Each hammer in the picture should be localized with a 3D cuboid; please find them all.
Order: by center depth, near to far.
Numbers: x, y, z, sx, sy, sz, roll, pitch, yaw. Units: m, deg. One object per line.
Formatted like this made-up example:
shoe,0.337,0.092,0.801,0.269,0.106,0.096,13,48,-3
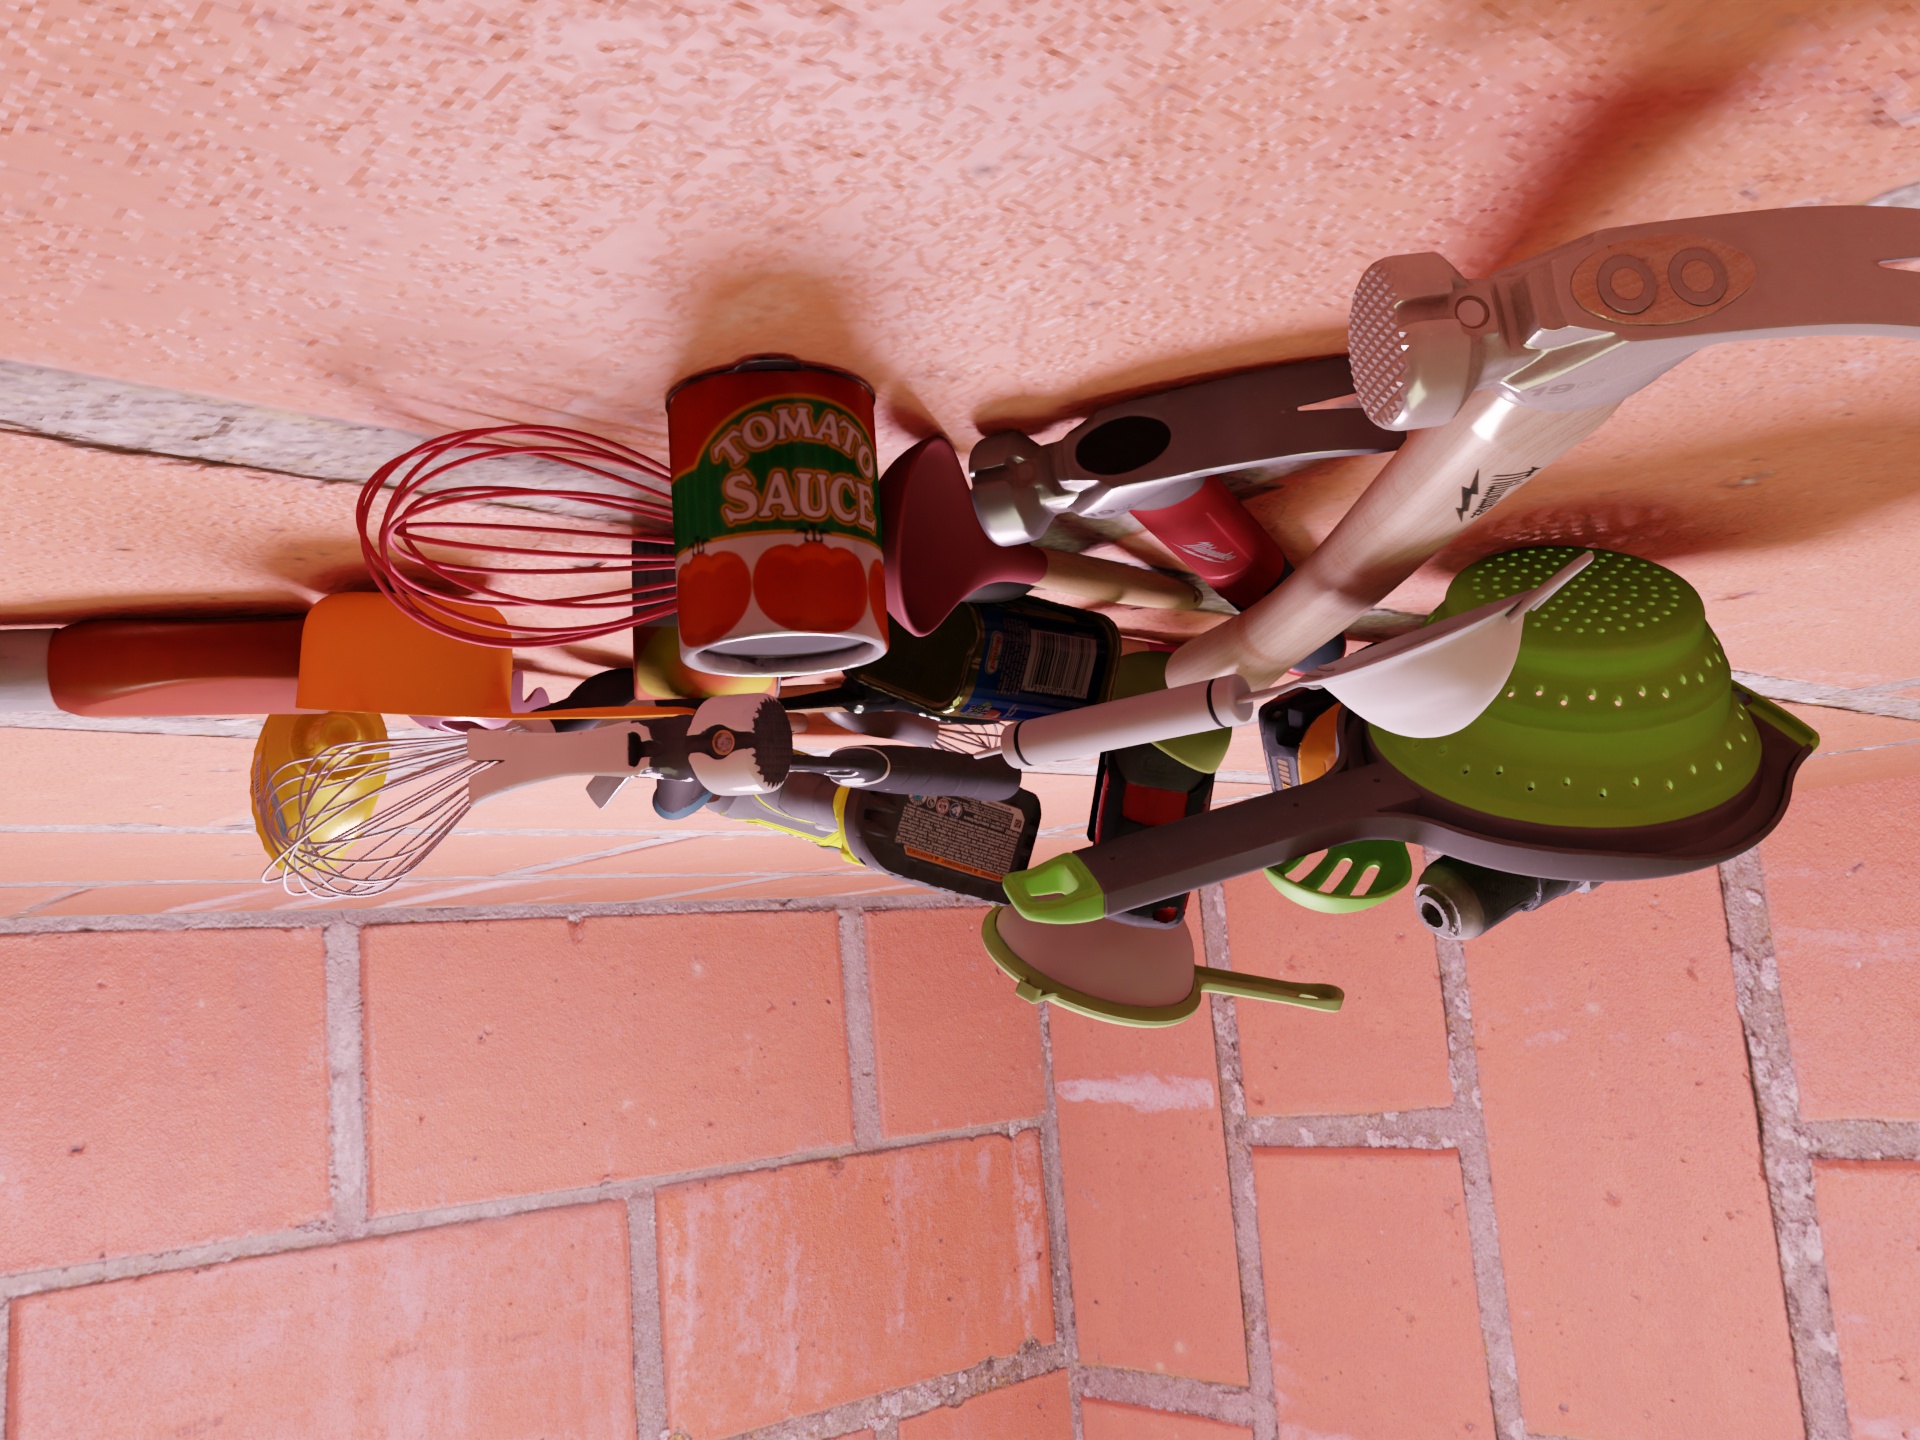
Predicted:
hammer,0.150,-0.058,0.545,0.146,0.038,0.410,-7,170,-6
hammer,0.139,-0.068,0.687,0.143,0.038,0.386,-10,169,21
hammer,-0.063,0.023,0.762,0.149,0.036,0.408,-4,175,22
hammer,-0.153,0.017,0.891,0.128,0.033,0.331,-33,176,-15

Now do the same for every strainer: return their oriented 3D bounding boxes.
strainer,0.108,-0.007,0.586,0.258,0.050,0.087,-13,-175,38
strainer,0.144,0.143,1.046,0.256,0.069,0.152,12,-162,-13

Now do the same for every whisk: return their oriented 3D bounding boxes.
whisk,-0.073,-0.062,0.576,0.295,0.073,0.073,-2,172,-45
whisk,-0.226,0.017,0.764,0.070,0.070,0.284,-8,-167,22
whisk,-0.024,0.010,1.060,0.055,0.055,0.238,-9,166,27

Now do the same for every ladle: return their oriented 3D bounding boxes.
ladle,0.042,-0.063,0.654,0.031,0.069,0.315,10,-176,28
ladle,-0.001,-0.003,0.878,0.320,0.062,0.078,-1,173,33

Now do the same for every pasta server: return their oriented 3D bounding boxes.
pasta server,-0.195,-0.009,0.932,0.060,0.040,0.316,-11,173,34

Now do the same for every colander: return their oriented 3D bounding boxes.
colander,0.204,0.000,0.718,0.397,0.094,0.205,-15,-149,-15

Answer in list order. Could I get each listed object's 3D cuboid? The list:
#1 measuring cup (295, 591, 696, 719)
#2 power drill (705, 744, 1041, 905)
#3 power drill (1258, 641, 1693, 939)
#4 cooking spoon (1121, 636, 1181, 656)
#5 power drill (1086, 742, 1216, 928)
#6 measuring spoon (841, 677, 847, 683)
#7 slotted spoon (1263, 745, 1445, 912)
measuring cup,-0.195,-0.027,0.677,0.173,0.052,0.095,1,179,9
power drill,-0.049,0.065,1.077,0.190,0.080,0.229,20,172,-32
power drill,0.261,0.038,0.867,0.185,0.084,0.226,-28,-154,-23
cooking spoon,0.083,-0.040,0.887,0.318,0.017,0.069,3,176,-40
power drill,0.118,0.036,0.958,0.078,0.143,0.219,9,-175,7
measuring spoon,-0.022,-0.021,0.977,0.117,0.011,0.021,-1,139,-30
slotted spoon,0.245,0.013,0.810,0.070,0.031,0.314,23,-138,32
